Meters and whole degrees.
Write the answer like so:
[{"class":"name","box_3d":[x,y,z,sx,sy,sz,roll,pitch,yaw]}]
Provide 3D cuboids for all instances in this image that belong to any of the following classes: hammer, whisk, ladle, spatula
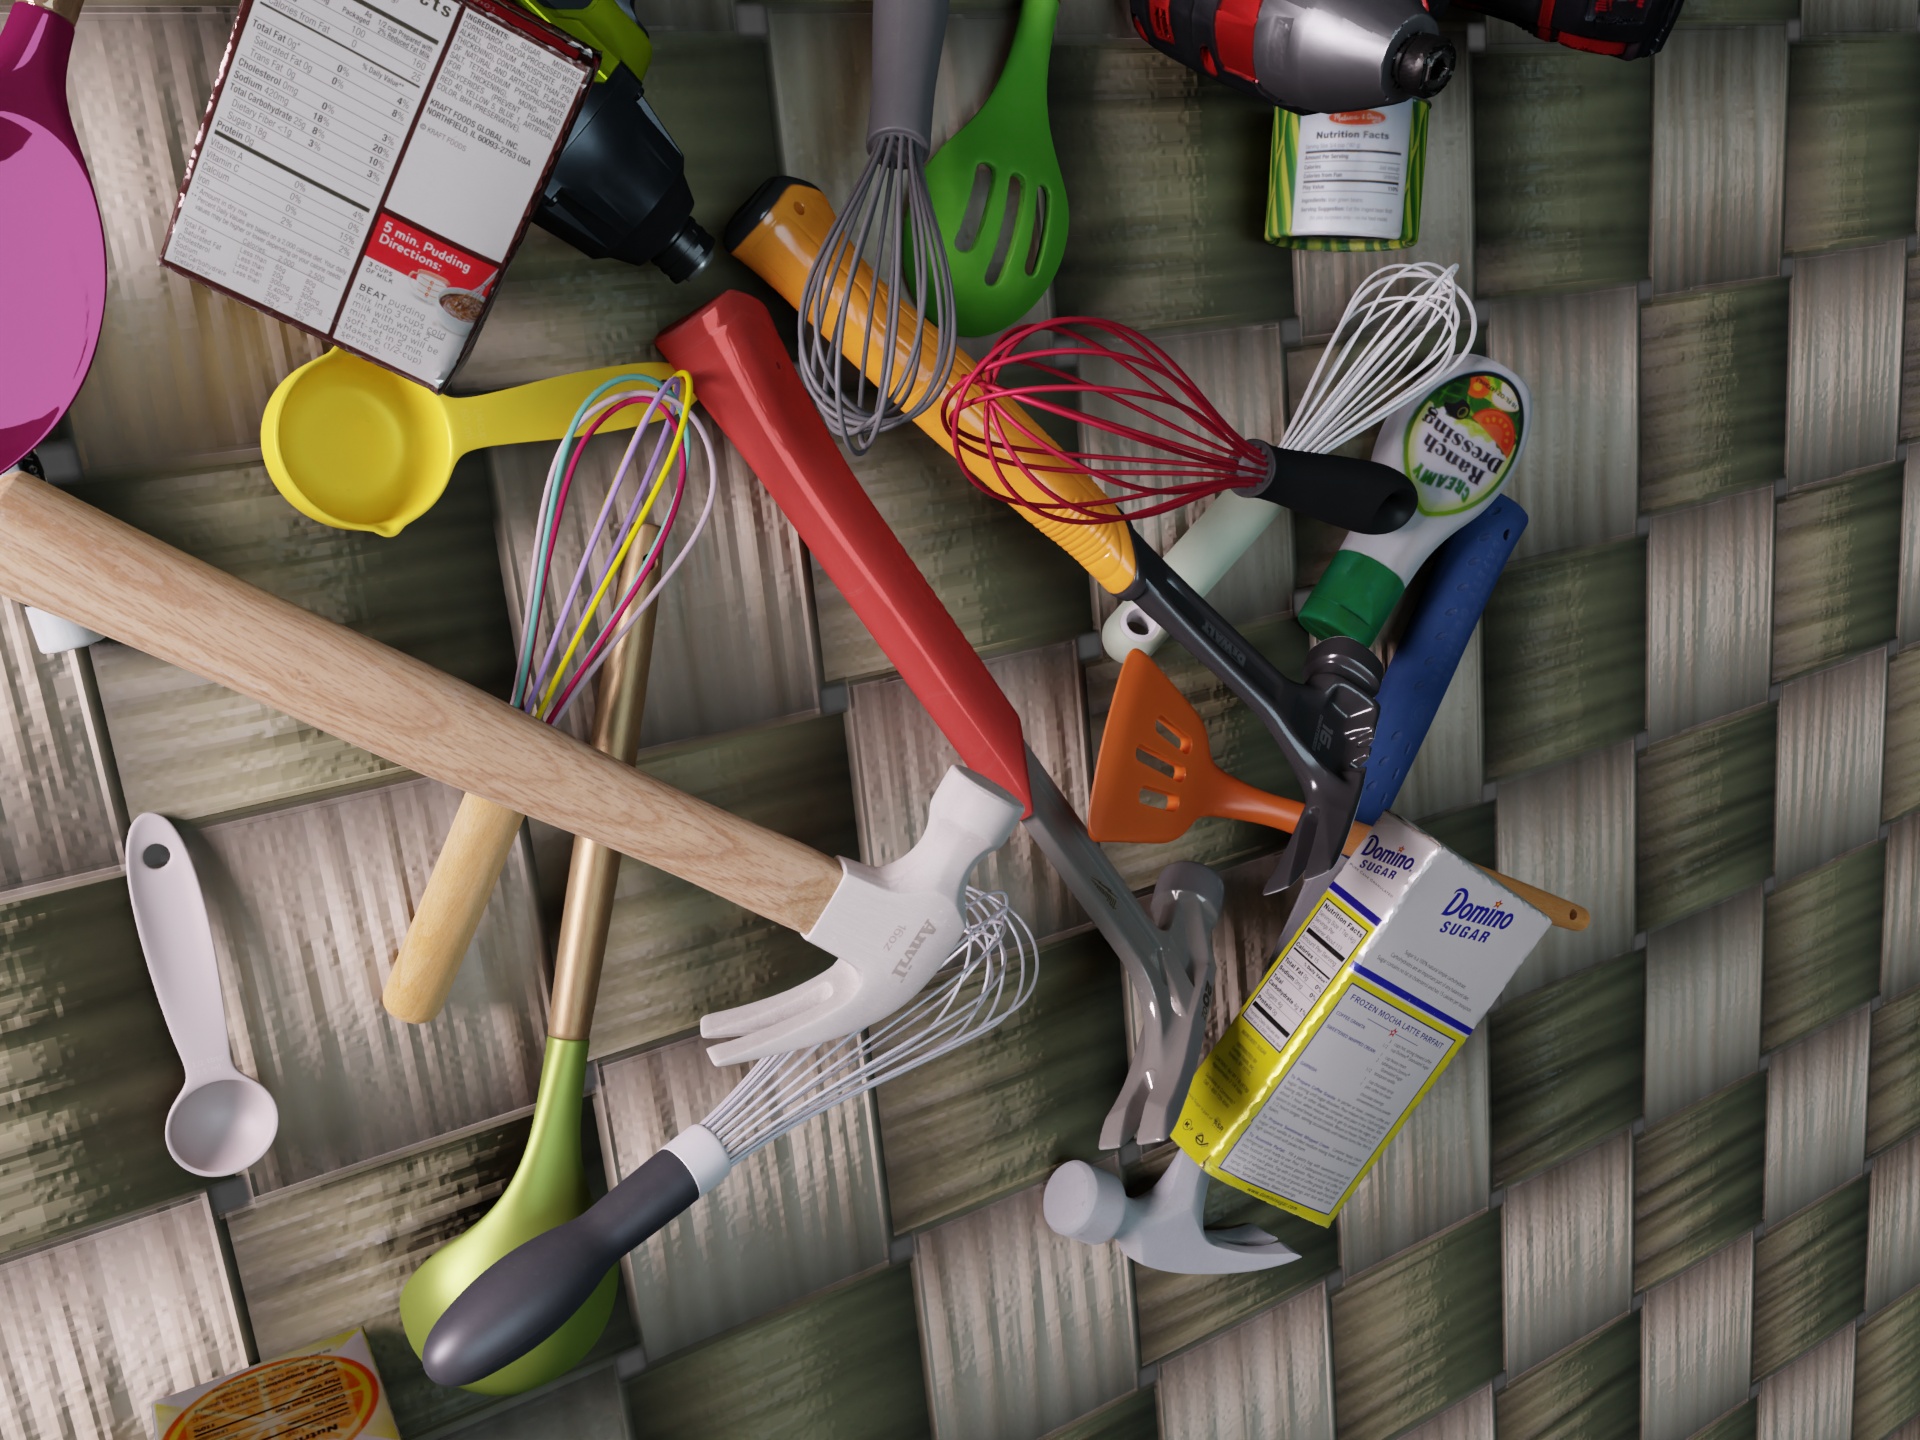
[{"class":"hammer","box_3d":[-0.001,-0.002,0.617,0.358,0.037,0.149,54,36,-23]},{"class":"whisk","box_3d":[-0.023,-0.202,0.551,0.055,0.055,0.239,16,68,-33]},{"class":"hammer","box_3d":[0.042,-0.075,0.614,0.336,0.034,0.127,41,49,-19]},{"class":"whisk","box_3d":[-0.072,0.143,0.585,0.284,0.070,0.070,-34,116,-37]},{"class":"whisk","box_3d":[0.147,-0.117,0.712,0.058,0.059,0.246,41,79,7]},{"class":"hammer","box_3d":[0.181,0.077,0.772,0.144,0.035,0.405,29,84,-32]},{"class":"hammer","box_3d":[-0.143,0.016,0.515,0.331,0.031,0.130,27,98,-23]},{"class":"ladle","box_3d":[-0.143,0.086,0.581,0.078,0.062,0.320,10,87,-34]},{"class":"whisk","box_3d":[-0.144,-0.008,0.545,0.051,0.047,0.245,18,98,-57]},{"class":"spatula","box_3d":[0.182,0.054,0.723,0.322,0.041,0.081,19,80,-27]},{"class":"whisk","box_3d":[0.102,-0.101,0.615,0.295,0.073,0.073,2,99,-47]}]

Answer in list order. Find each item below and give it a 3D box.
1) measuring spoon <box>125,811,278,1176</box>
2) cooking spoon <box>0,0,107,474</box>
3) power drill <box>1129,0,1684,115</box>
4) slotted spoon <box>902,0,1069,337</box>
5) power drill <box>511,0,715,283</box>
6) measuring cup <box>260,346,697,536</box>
[{"class":"measuring spoon","box_3d":[-0.255,0.090,0.525,0.034,0.018,0.124,-14,100,-29]},{"class":"cooking spoon","box_3d":[-0.251,-0.223,0.449,0.068,0.017,0.319,17,86,-42]},{"class":"power drill","box_3d":[0.192,-0.300,0.642,0.219,0.143,0.078,-26,137,-26]},{"class":"slotted spoon","box_3d":[0.034,-0.306,0.615,0.070,0.031,0.314,10,93,-28]},{"class":"power drill","box_3d":[-0.097,-0.270,0.514,0.171,0.080,0.223,40,82,-30]},{"class":"measuring cup","box_3d":[-0.159,-0.103,0.542,0.156,0.029,0.062,-21,106,-39]}]
